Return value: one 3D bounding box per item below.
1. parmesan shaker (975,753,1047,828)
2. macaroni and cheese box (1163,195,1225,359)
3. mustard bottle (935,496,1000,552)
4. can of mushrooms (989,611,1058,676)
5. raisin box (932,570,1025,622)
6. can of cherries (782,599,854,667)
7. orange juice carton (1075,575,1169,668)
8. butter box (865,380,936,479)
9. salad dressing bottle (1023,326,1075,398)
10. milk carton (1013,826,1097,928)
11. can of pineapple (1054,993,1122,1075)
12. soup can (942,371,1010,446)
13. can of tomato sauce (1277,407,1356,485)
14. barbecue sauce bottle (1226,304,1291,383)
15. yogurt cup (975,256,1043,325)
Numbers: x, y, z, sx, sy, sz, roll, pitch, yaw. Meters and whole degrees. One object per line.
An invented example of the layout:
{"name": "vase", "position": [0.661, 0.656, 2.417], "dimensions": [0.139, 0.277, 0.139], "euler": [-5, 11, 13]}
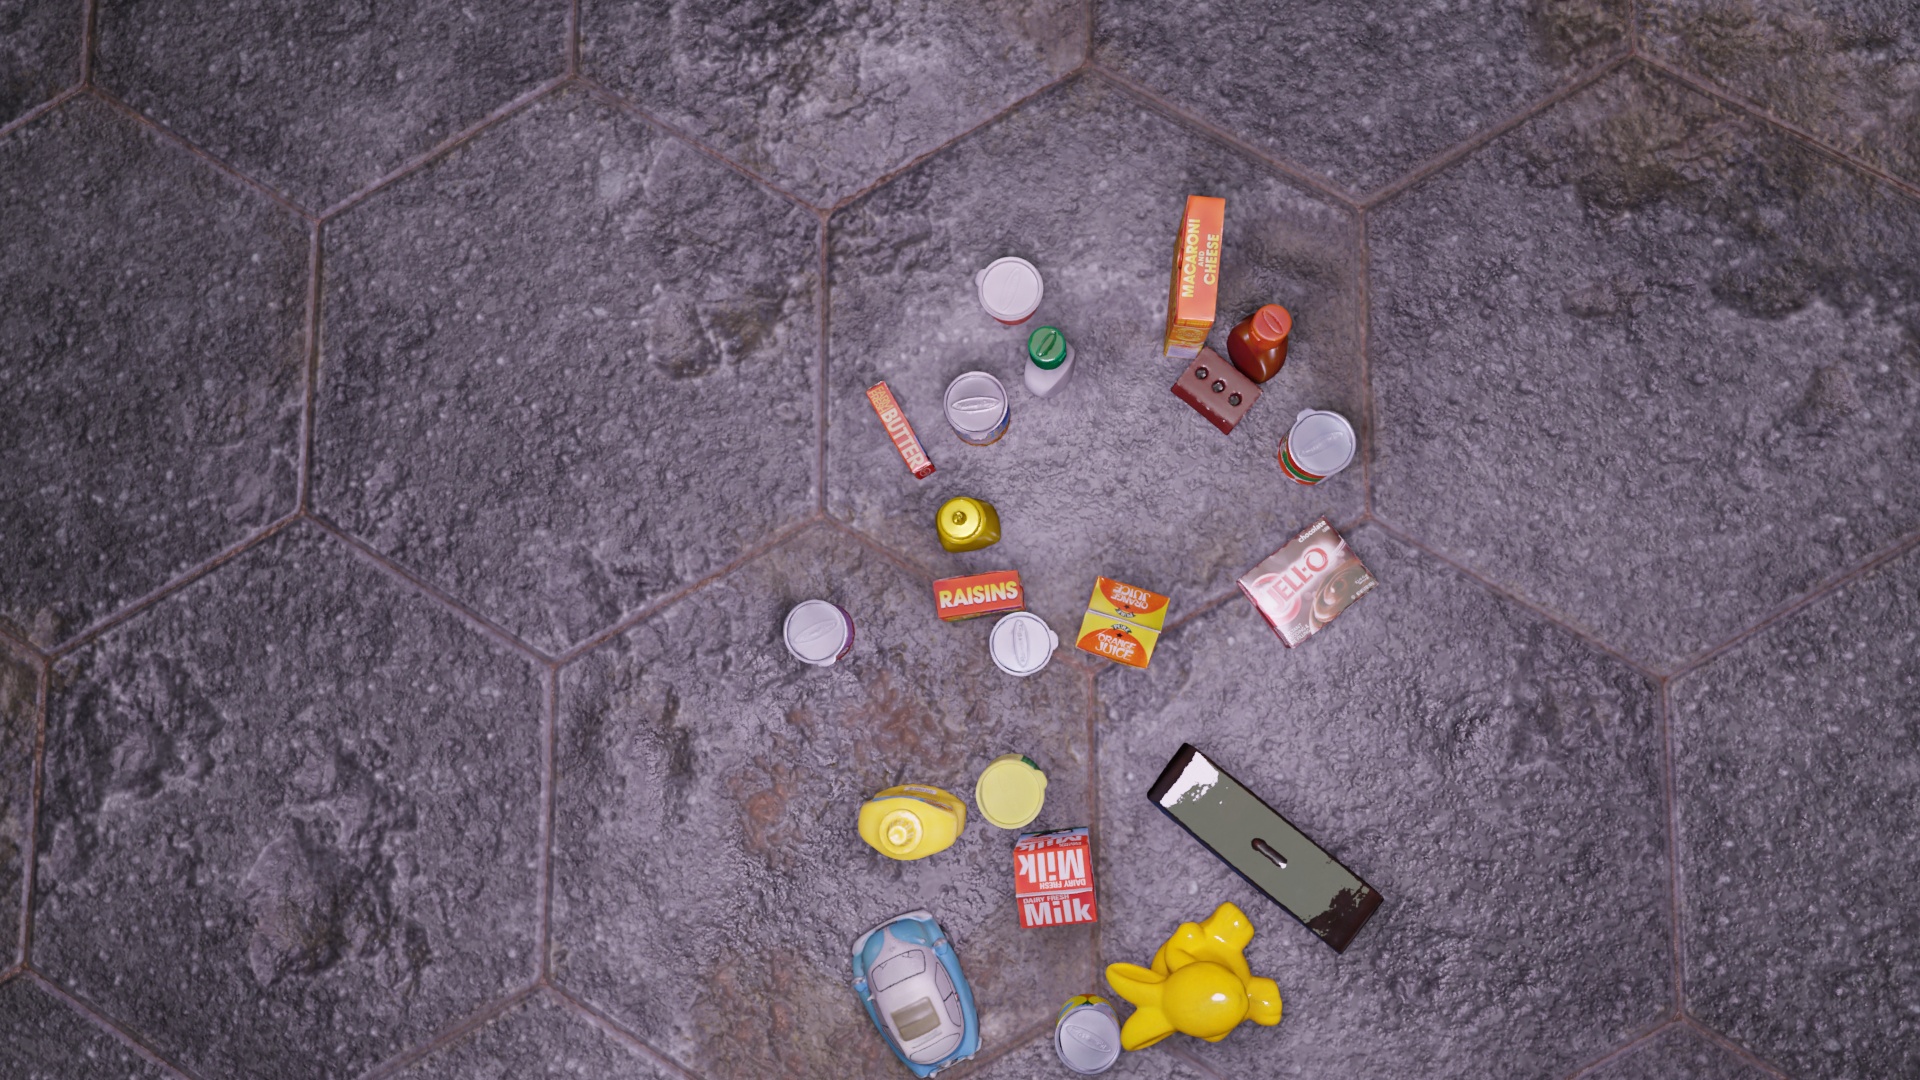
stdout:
{"name": "parmesan shaker", "position": [0.054, 0.249, 1.393], "dimensions": [0.071, 0.103, 0.071], "euler": [0, 85, 5]}
{"name": "macaroni and cheese box", "position": [0.233, -0.261, 1.399], "dimensions": [0.040, 0.166, 0.123], "euler": [6, 85, 5]}
{"name": "mustard bottle", "position": [0.005, -0.017, 1.395], "dimensions": [0.065, 0.160, 0.049], "euler": [-13, 84, 3]}
{"name": "can of mushrooms", "position": [0.066, 0.108, 1.441], "dimensions": [0.071, 0.033, 0.071], "euler": [0, 84, 4]}
{"name": "raisin box", "position": [0.021, 0.057, 1.405], "dimensions": [0.086, 0.123, 0.040], "euler": [-8, 84, 4]}
{"name": "can of cherries", "position": [-0.146, 0.098, 1.446], "dimensions": [0.071, 0.058, 0.071], "euler": [0, 84, 4]}
{"name": "orange juice carton", "position": [0.157, 0.082, 1.357], "dimensions": [0.072, 0.192, 0.073], "euler": [18, 87, 6]}
{"name": "butter box", "position": [-0.063, -0.115, 1.464], "dimensions": [0.024, 0.053, 0.103], "euler": [-30, 83, 1]}
{"name": "salad dressing bottle", "position": [0.090, -0.183, 1.412], "dimensions": [0.044, 0.147, 0.064], "euler": [36, 88, 7]}
{"name": "milk carton", "position": [0.092, 0.325, 1.338], "dimensions": [0.072, 0.190, 0.073], "euler": [-7, 84, 4]}
{"name": "can of pineapple", "position": [0.129, 0.490, 1.385], "dimensions": [0.071, 0.058, 0.071], "euler": [0, 84, 4]}
{"name": "soup can", "position": [0.018, -0.133, 1.444], "dimensions": [0.071, 0.083, 0.071], "euler": [0, 85, 5]}
{"name": "can of tomato sauce", "position": [0.360, -0.095, 1.414], "dimensions": [0.071, 0.083, 0.071], "euler": [0, 85, 5]}
{"name": "barbecue sauce bottle", "position": [0.303, -0.201, 1.397], "dimensions": [0.043, 0.148, 0.065], "euler": [-35, 83, 1]}
{"name": "yogurt cup", "position": [0.054, -0.260, 1.470], "dimensions": [0.072, 0.054, 0.072], "euler": [0, 84, 4]}
